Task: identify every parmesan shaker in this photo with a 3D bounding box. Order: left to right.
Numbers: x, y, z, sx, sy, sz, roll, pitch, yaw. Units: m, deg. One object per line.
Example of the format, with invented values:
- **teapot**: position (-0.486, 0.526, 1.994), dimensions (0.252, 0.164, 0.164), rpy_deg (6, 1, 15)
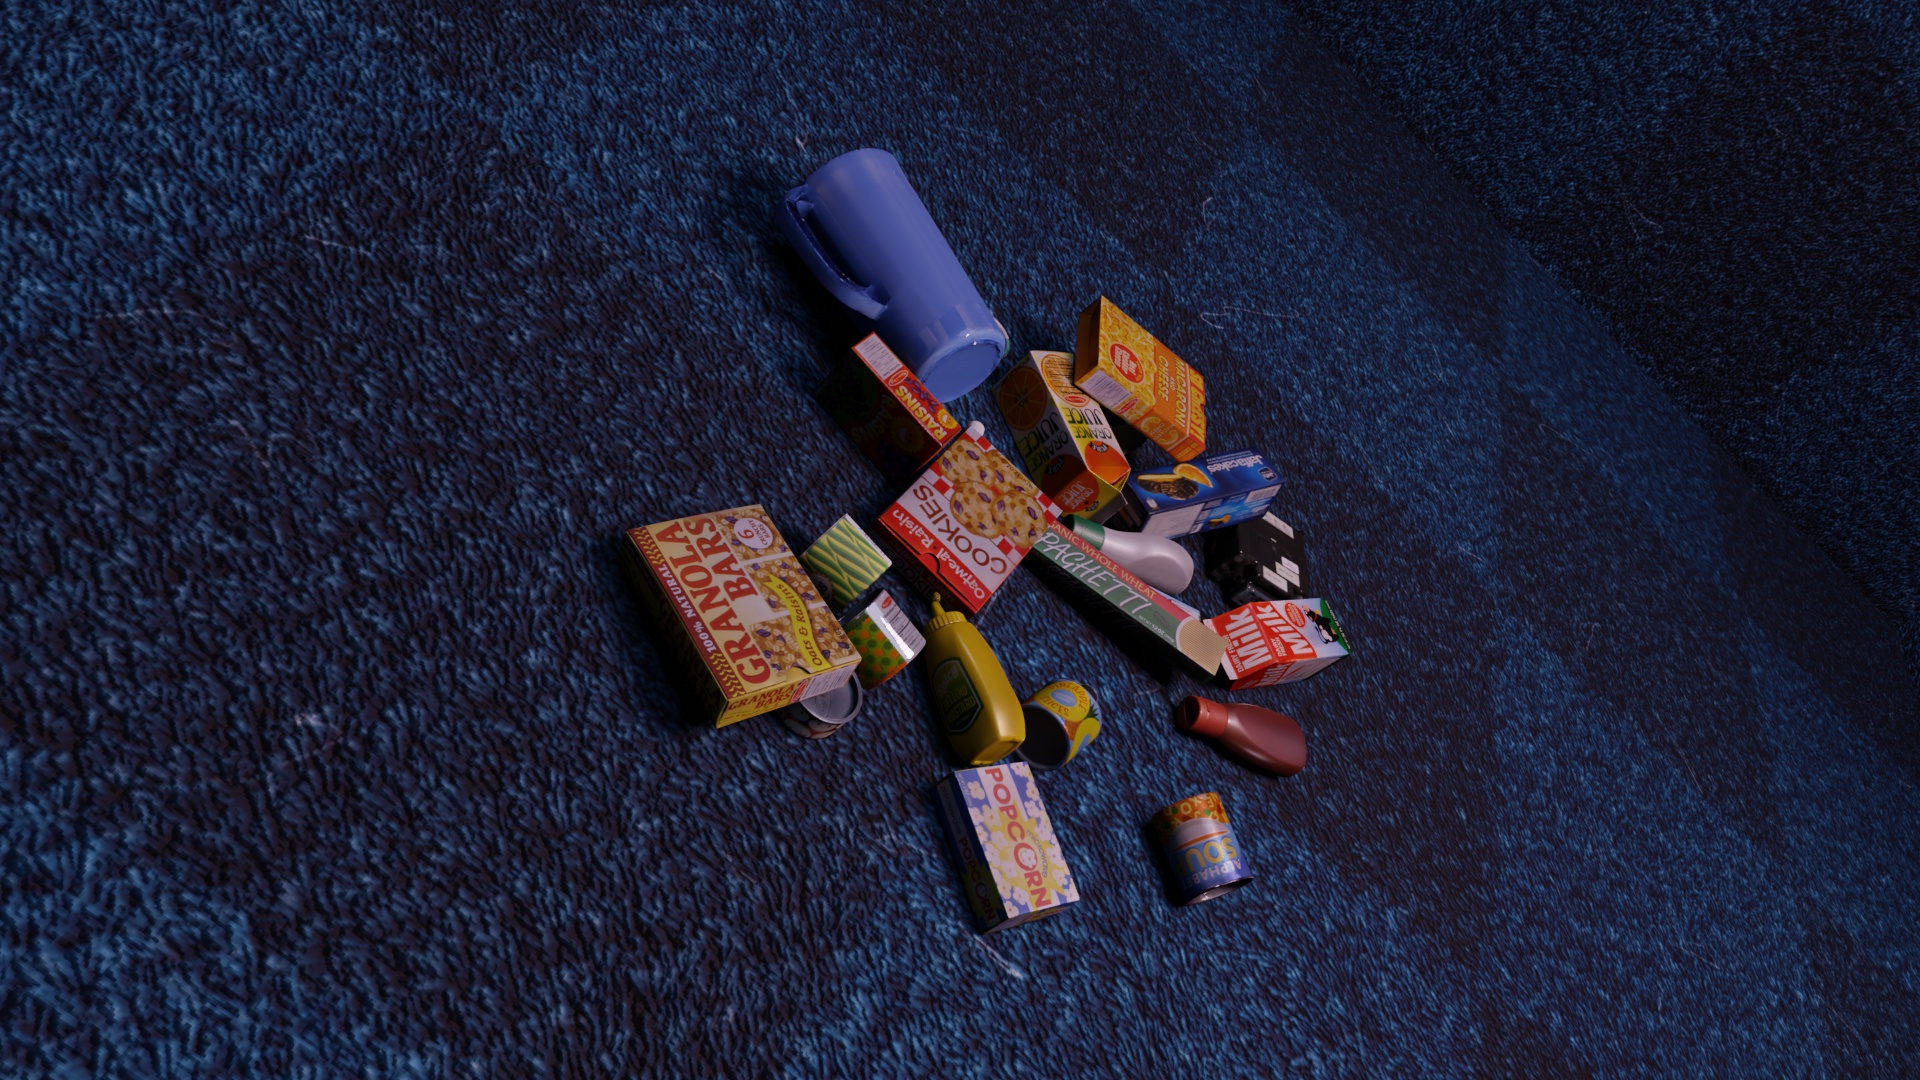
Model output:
- **parmesan shaker**: position (0.172, -0.154, 1.567), dimensions (0.071, 0.071, 0.103), rpy_deg (14, 50, -36)

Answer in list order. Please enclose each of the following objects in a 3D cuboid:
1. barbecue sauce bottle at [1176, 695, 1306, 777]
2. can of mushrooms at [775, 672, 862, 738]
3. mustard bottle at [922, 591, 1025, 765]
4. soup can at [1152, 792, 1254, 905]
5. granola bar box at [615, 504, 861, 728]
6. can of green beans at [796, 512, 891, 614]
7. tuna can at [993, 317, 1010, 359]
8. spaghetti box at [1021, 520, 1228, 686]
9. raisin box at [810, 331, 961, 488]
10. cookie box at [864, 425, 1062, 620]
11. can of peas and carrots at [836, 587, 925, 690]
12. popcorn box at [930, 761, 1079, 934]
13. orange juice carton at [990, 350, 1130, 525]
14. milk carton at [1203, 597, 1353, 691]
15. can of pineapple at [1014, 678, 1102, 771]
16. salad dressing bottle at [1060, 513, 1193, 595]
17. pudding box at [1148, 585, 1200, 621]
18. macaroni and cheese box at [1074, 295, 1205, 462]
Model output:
- **barbecue sauce bottle**: position (0.286, 0.194, 1.413), dimensions (0.148, 0.043, 0.065), rpy_deg (22, 46, -29)
- **can of mushrooms**: position (-0.116, 0.121, 1.099), dimensions (0.071, 0.033, 0.071), rpy_deg (25, 45, -28)
- **mustard bottle**: position (0.001, 0.113, 1.197), dimensions (0.049, 0.065, 0.161), rpy_deg (8, 48, -46)
- **soup can**: position (0.219, 0.279, 1.259), dimensions (0.071, 0.071, 0.084), rpy_deg (3, 57, -42)
- **granola bar box**: position (-0.170, 0.052, 1.066), dimensions (0.124, 0.038, 0.166), rpy_deg (-14, 58, -41)
- **can of green beans**: position (-0.101, 0.020, 1.169), dimensions (0.058, 0.071, 0.071), rpy_deg (48, 39, -3)
- **tuna can**: position (0.018, -0.215, 1.499), dimensions (0.071, 0.032, 0.071), rpy_deg (25, 44, -27)
- **spaghetti box**: position (0.154, 0.054, 1.380), dimensions (0.250, 0.028, 0.050), rpy_deg (35, 49, -4)
- **raisin box**: position (-0.069, -0.121, 1.297), dimensions (0.123, 0.085, 0.040), rpy_deg (48, 46, -1)
- **cookie box**: position (0.005, -0.016, 1.294), dimensions (0.123, 0.040, 0.168), rpy_deg (43, 48, -1)
- **can of peas and carrots**: position (-0.073, 0.082, 1.145), dimensions (0.058, 0.070, 0.071), rpy_deg (52, 38, -6)
- **popcorn box**: position (0.036, 0.248, 1.136), dimensions (0.085, 0.038, 0.127), rpy_deg (1, 59, -44)
- **orange juice carton**: position (0.113, -0.102, 1.467), dimensions (0.073, 0.071, 0.193), rpy_deg (-3, 61, -45)
- **milk carton**: position (0.333, 0.112, 1.500), dimensions (0.191, 0.073, 0.072), rpy_deg (-1, 61, -44)
- **can of pineapple**: position (0.083, 0.161, 1.227), dimensions (0.071, 0.070, 0.058), rpy_deg (54, 39, 6)
- **salad dressing bottle**: position (0.170, 0.013, 1.439), dimensions (0.148, 0.064, 0.044), rpy_deg (21, 44, -22)
- **pudding box**: position (0.212, 0.084, 1.443), dimensions (0.083, 0.030, 0.050), rpy_deg (25, 46, -27)
- **macaroni and cheese box**: position (0.200, -0.176, 1.526), dimensions (0.166, 0.040, 0.124), rpy_deg (33, 41, -25)
